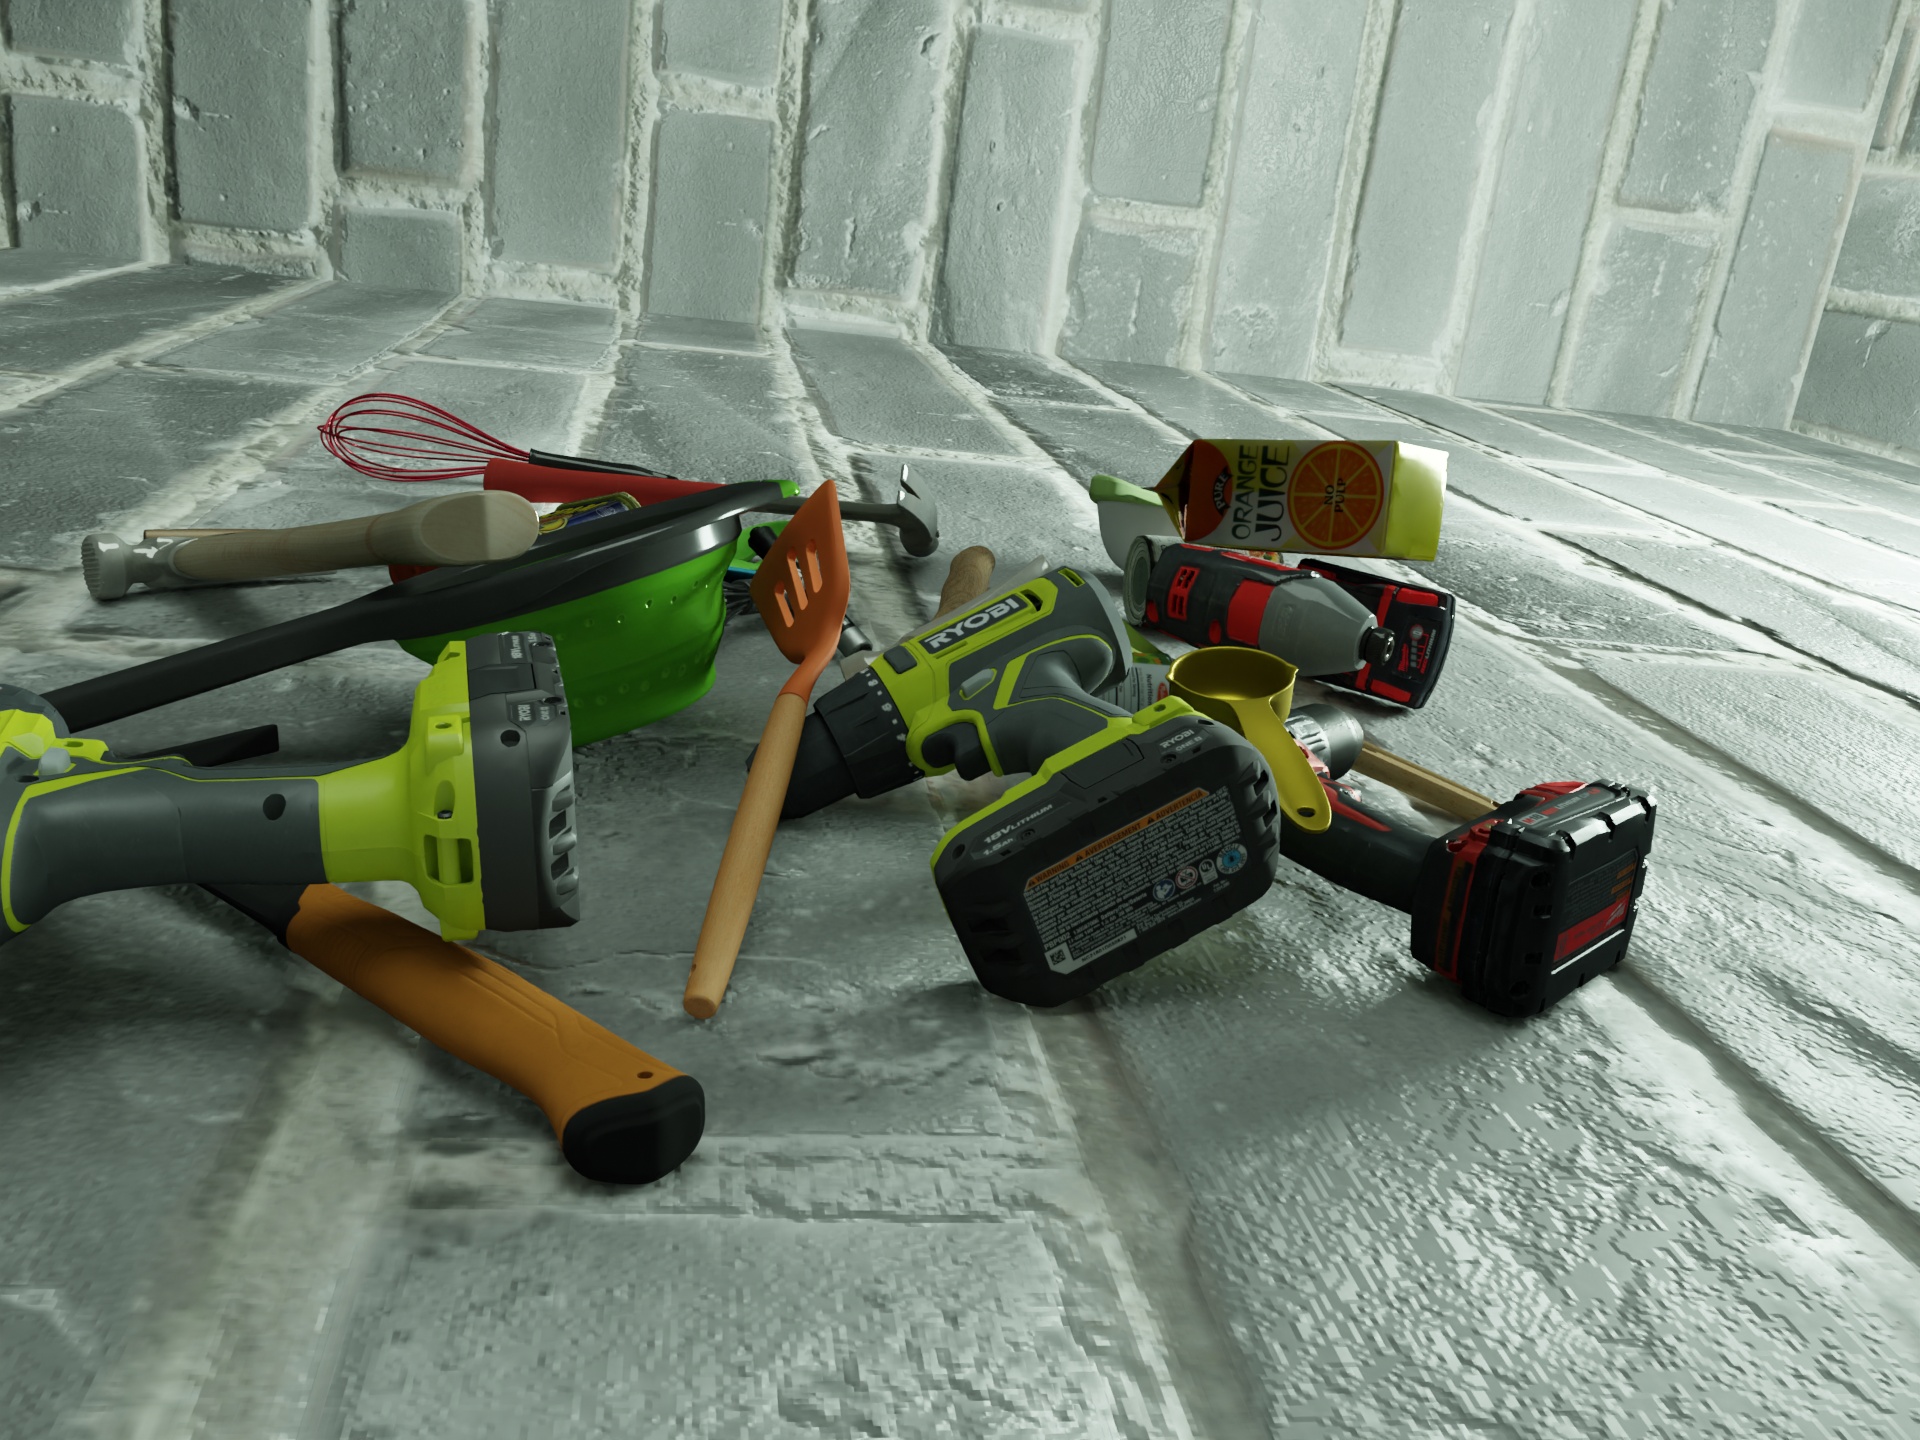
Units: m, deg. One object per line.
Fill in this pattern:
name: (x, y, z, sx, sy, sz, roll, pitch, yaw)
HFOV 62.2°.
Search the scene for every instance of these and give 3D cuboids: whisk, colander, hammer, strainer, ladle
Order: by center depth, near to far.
hammer: (-0.215, 0.075, 0.570, 0.337, 0.034, 0.127, 20, 24, 32)
colander: (-0.258, -0.017, 0.759, 0.397, 0.094, 0.205, -20, 15, -19)
hammer: (-0.328, -0.093, 0.840, 0.146, 0.038, 0.411, -11, 10, -42)
ladle: (0.165, 0.004, 0.918, 0.320, 0.062, 0.078, 26, 30, 29)
whisk: (-0.139, -0.076, 1.019, 0.055, 0.055, 0.239, 17, 17, 27)
hammer: (0.003, -0.082, 1.046, 0.130, 0.031, 0.331, -25, 11, 9)
strainer: (0.148, -0.140, 1.211, 0.151, 0.069, 0.256, 13, 6, 25)
hammer: (-0.198, -0.174, 1.229, 0.359, 0.037, 0.149, 6, -9, 8)
whisk: (-0.381, -0.220, 1.331, 0.295, 0.073, 0.073, 8, 18, -16)

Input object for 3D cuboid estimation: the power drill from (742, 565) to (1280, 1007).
power drill: (0.014, 0.022, 0.687, 0.190, 0.080, 0.229, -27, 29, -9)

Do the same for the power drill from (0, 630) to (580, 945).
power drill: (-0.250, 0.023, 0.547, 0.223, 0.080, 0.171, -4, 23, -17)

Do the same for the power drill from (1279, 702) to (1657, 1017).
power drill: (0.199, 0.045, 0.747, 0.227, 0.080, 0.188, 20, 23, 41)

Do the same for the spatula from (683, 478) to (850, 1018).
spatula: (-0.086, 0.004, 0.694, 0.041, 0.081, 0.323, 32, 33, -17)

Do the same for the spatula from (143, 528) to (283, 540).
spatula: (-0.373, -0.118, 1.070, 0.315, 0.018, 0.060, -2, 4, -31)

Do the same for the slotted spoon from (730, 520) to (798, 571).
slotted spoon: (-0.190, -0.092, 1.070, 0.070, 0.031, 0.314, 15, 22, 22)

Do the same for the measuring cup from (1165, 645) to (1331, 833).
measuring cup: (0.130, 0.014, 0.691, 0.062, 0.029, 0.157, -4, 30, -5)

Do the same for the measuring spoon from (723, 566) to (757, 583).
measuring spoon: (-0.158, -0.089, 1.043, 0.042, 0.021, 0.128, -21, -15, 35)

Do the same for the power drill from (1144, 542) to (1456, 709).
power drill: (0.218, -0.058, 0.966, 0.143, 0.078, 0.219, 19, 9, 31)
